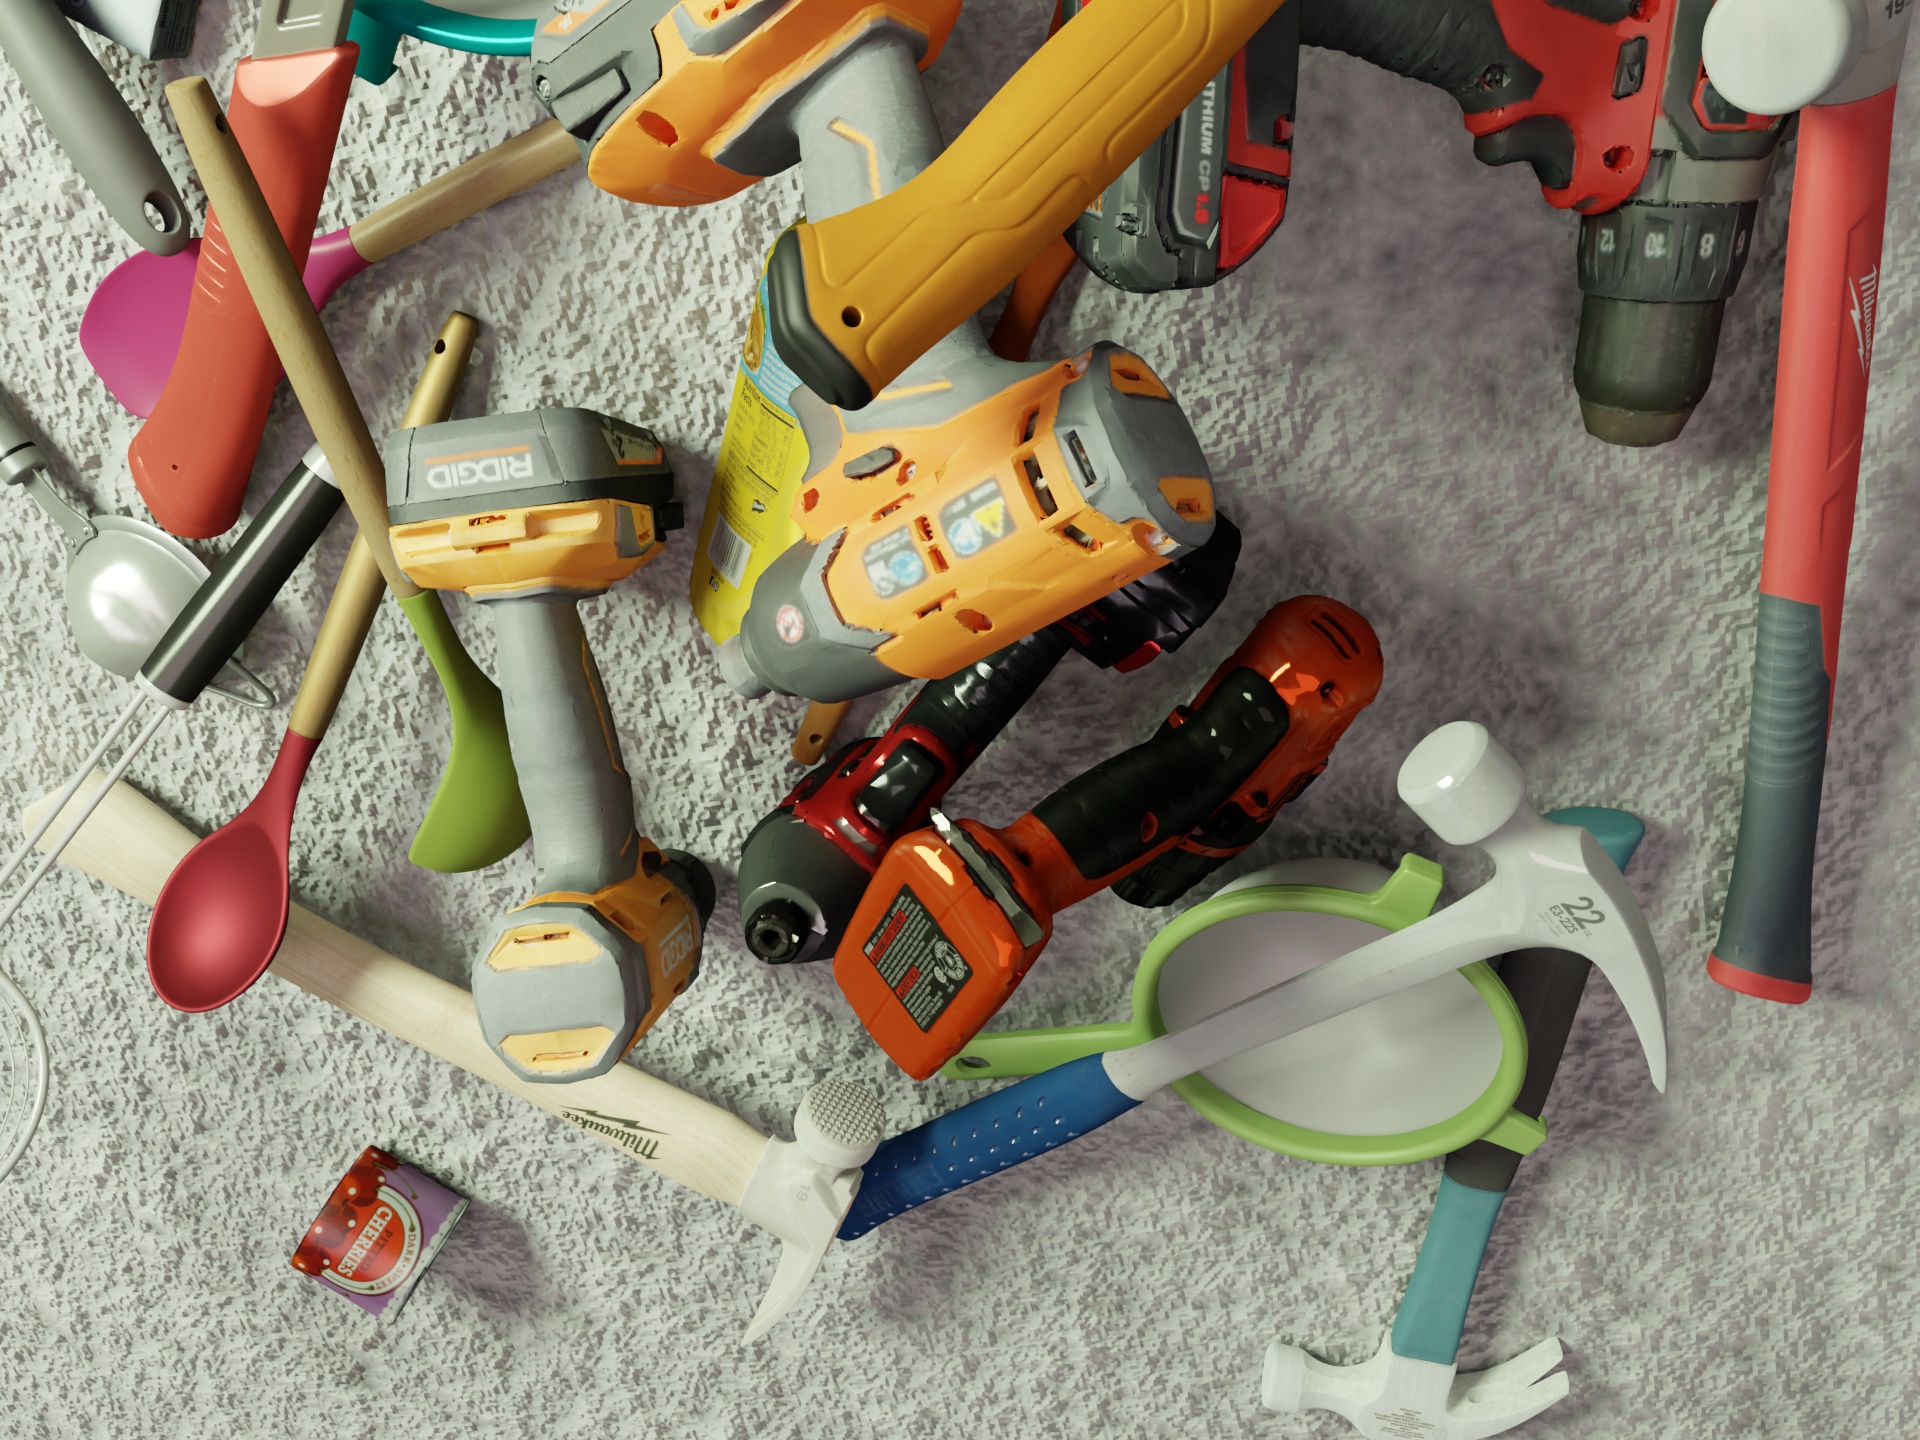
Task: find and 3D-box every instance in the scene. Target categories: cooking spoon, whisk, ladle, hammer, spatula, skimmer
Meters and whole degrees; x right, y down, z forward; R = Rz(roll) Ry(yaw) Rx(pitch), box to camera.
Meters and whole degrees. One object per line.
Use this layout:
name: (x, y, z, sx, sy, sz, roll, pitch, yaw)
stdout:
cooking spoon: (-0.204, -0.189, 0.597, 0.319, 0.017, 0.068, -19, 116, 18)
whisk: (-0.340, -0.269, 0.540, 0.055, 0.055, 0.238, -17, 120, 16)
ladle: (-0.260, -0.019, 0.648, 0.069, 0.031, 0.315, 32, 104, 22)
hammer: (-0.221, -0.187, 0.536, 0.149, 0.037, 0.359, 31, 132, -8)
hammer: (0.224, 0.185, 0.683, 0.128, 0.033, 0.330, 10, 115, 6)
spatula: (0.004, -0.107, 0.585, 0.081, 0.041, 0.322, 21, 117, -15)
skimmer: (-0.354, 0.044, 0.625, 0.127, 0.090, 0.363, 37, 94, -23)
ladle: (-0.222, -0.071, 0.586, 0.062, 0.078, 0.319, -1, 128, 15)
hammer: (0.086, -0.196, 0.398, 0.337, 0.034, 0.127, -45, 100, -6)
hammer: (-0.239, 0.140, 0.718, 0.410, 0.038, 0.146, 26, 120, 5)
hammer: (0.077, 0.141, 0.625, 0.144, 0.035, 0.405, 44, 130, -14)
hammer: (0.295, -0.064, 0.541, 0.038, 0.143, 0.386, 23, 136, 44)

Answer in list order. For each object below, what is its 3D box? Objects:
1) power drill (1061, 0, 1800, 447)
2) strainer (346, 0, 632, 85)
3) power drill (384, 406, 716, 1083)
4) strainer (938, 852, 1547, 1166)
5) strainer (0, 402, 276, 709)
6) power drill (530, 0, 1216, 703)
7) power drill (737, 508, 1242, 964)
power drill: (0.149, -0.174, 0.490, 0.226, 0.080, 0.187, -5, 115, -10)
strainer: (-0.084, -0.329, 0.455, 0.340, 0.095, 0.210, -7, 127, 22)
power drill: (-0.140, 0.005, 0.609, 0.084, 0.185, 0.226, -7, 95, 4)
strainer: (0.105, 0.114, 0.664, 0.256, 0.069, 0.151, -12, 121, 31)
strainer: (-0.386, -0.098, 0.659, 0.087, 0.050, 0.258, -28, 104, 34)
power drill: (-0.041, -0.120, 0.472, 0.164, 0.084, 0.226, -27, 84, 30)
power drill: (-0.001, -0.002, 0.579, 0.078, 0.143, 0.219, 41, 112, -1)
